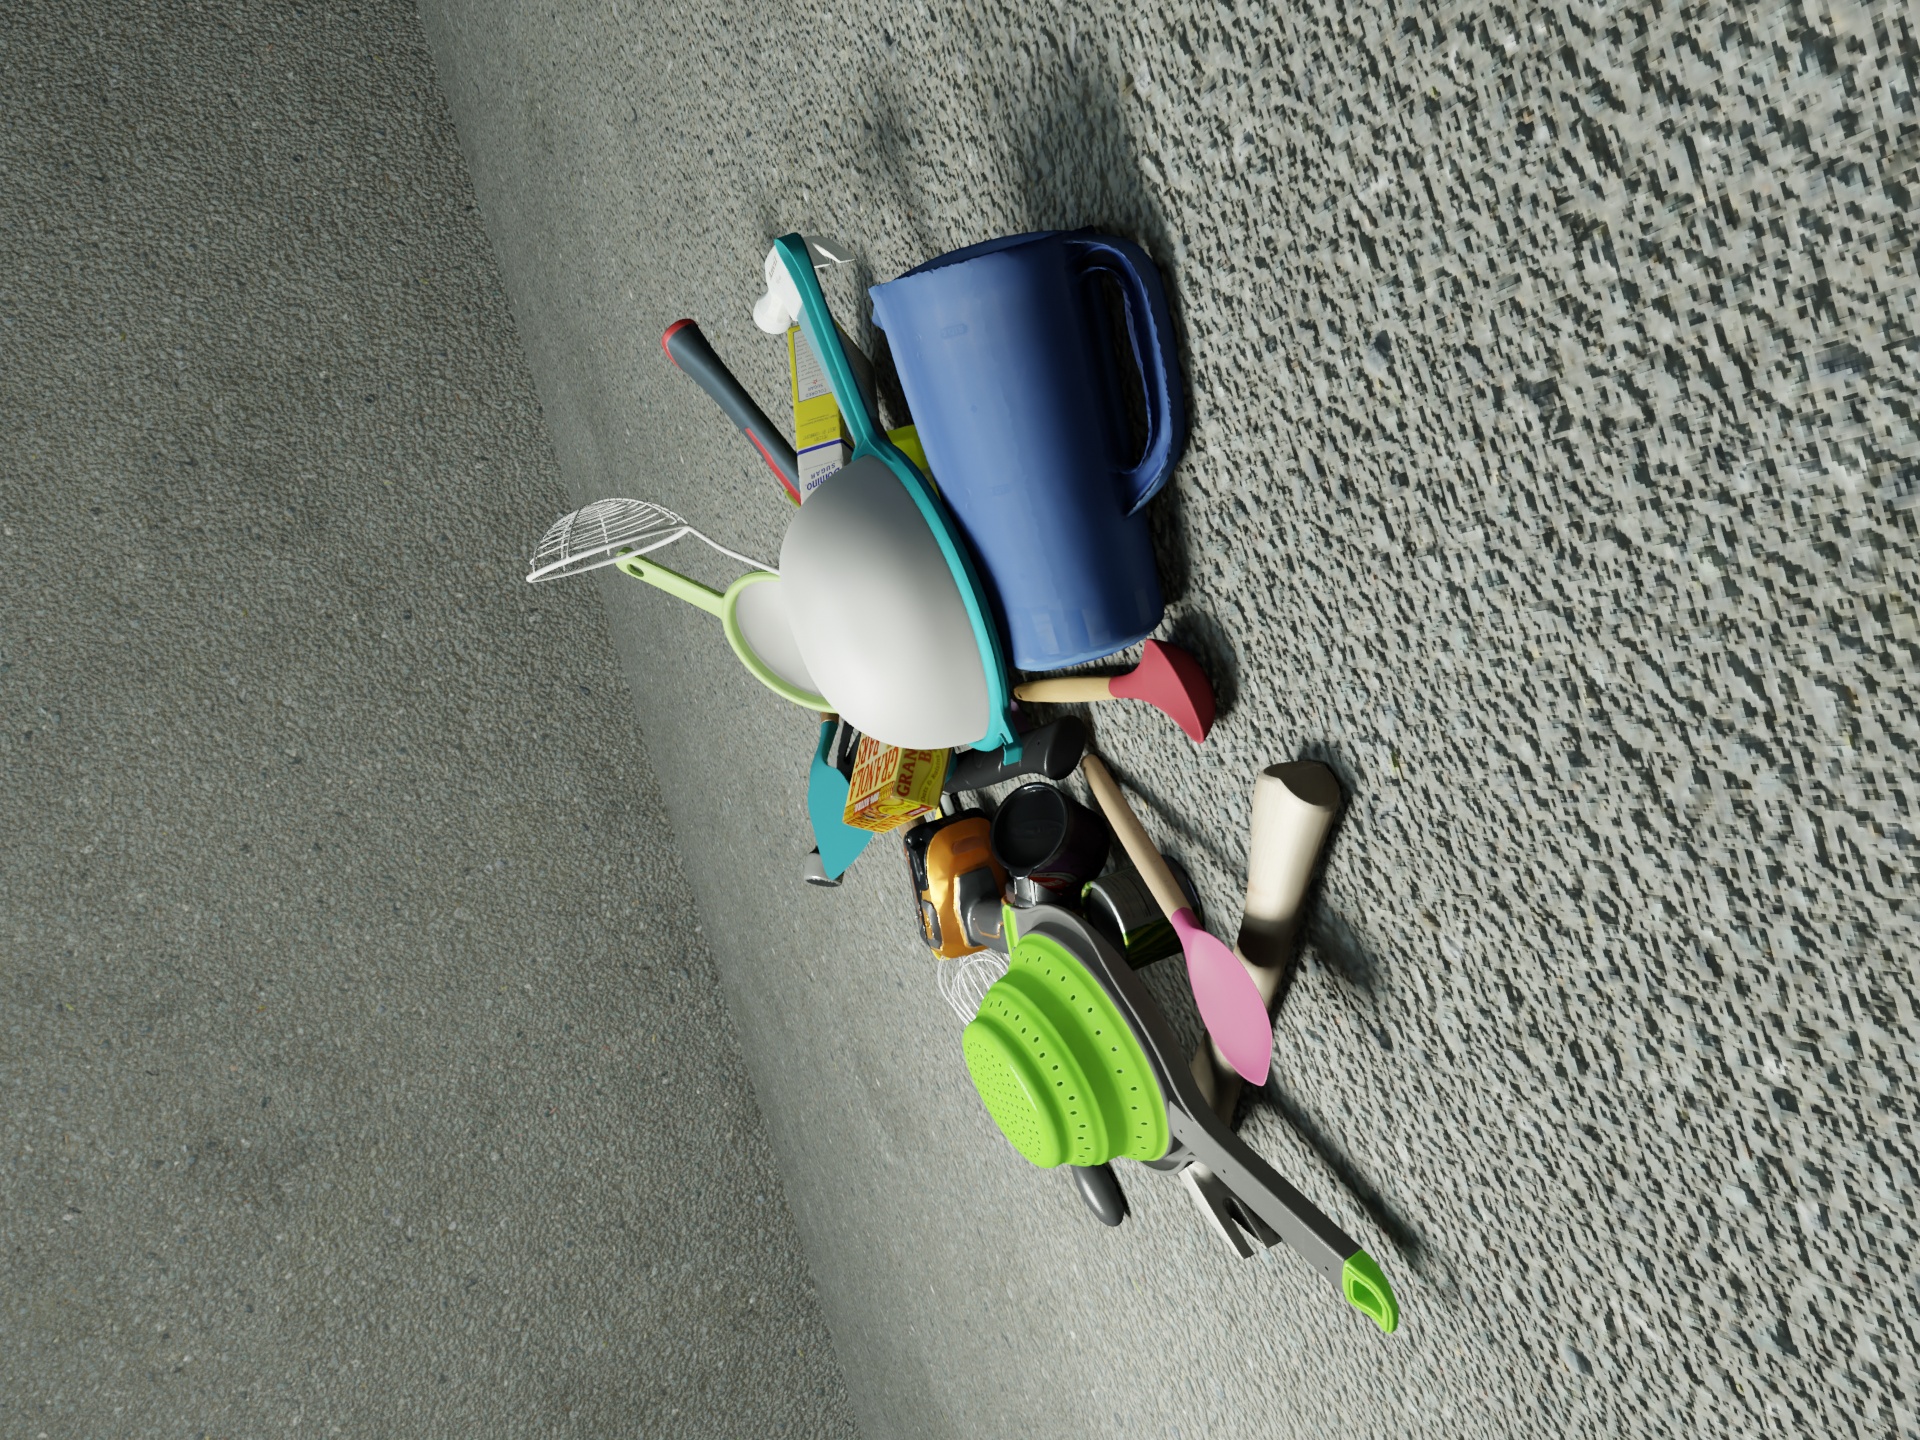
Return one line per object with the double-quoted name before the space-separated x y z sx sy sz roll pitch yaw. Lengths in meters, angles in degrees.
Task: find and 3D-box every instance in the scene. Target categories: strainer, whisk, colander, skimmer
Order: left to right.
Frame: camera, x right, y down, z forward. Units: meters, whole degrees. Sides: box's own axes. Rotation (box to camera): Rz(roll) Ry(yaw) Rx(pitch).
"strainer" -0.166 -0.103 1.338 0.256 0.069 0.151 25 142 12
"skimmer" -0.146 -0.084 1.214 0.127 0.363 0.090 -80 11 -85
"strainer" -0.077 -0.120 0.981 0.340 0.095 0.211 70 166 -16
"whisk" 0.066 0.311 1.392 0.285 0.070 0.070 58 157 22
"colander" 0.110 0.268 1.024 0.397 0.094 0.204 37 147 48

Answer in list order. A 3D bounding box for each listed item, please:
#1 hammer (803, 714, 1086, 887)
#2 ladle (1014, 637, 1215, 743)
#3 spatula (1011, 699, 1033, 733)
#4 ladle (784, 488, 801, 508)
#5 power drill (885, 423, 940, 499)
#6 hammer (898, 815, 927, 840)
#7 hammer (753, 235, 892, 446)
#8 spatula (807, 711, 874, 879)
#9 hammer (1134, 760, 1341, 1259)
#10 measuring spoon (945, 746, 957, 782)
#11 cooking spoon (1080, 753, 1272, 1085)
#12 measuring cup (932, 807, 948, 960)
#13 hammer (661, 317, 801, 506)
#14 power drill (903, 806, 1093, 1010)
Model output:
"hammer" -0.021 0.045 1.282 0.409 0.036 0.149 -19 57 59
"ladle" 0.094 -0.020 1.055 0.069 0.031 0.315 65 164 -8
"spatula" -0.029 -0.012 1.343 0.059 0.018 0.316 56 158 -19
"ladle" -0.082 -0.076 1.449 0.078 0.062 0.320 180 70 -74
"power drill" 0.006 -0.159 1.107 0.223 0.080 0.171 2 108 66
"hammer" -0.085 0.002 1.514 0.130 0.031 0.332 93 159 -50
"hammer" -0.060 -0.189 1.097 0.331 0.033 0.128 65 155 13
"spatula" -0.106 -0.010 1.421 0.082 0.044 0.318 -48 30 41
"hammer" 0.180 0.181 0.980 0.146 0.038 0.410 56 155 37
"measuring spoon" -0.002 -0.004 1.226 0.042 0.021 0.129 -41 28 64
"cooking spoon" 0.129 0.107 0.992 0.319 0.017 0.068 -117 25 -56
"measuring cup" -0.010 0.153 1.512 0.062 0.029 0.156 -146 54 -61
"hammer" -0.127 -0.202 1.342 0.386 0.038 0.143 51 156 12
"power drill" 0.035 0.133 1.280 0.226 0.084 0.185 23 126 61
